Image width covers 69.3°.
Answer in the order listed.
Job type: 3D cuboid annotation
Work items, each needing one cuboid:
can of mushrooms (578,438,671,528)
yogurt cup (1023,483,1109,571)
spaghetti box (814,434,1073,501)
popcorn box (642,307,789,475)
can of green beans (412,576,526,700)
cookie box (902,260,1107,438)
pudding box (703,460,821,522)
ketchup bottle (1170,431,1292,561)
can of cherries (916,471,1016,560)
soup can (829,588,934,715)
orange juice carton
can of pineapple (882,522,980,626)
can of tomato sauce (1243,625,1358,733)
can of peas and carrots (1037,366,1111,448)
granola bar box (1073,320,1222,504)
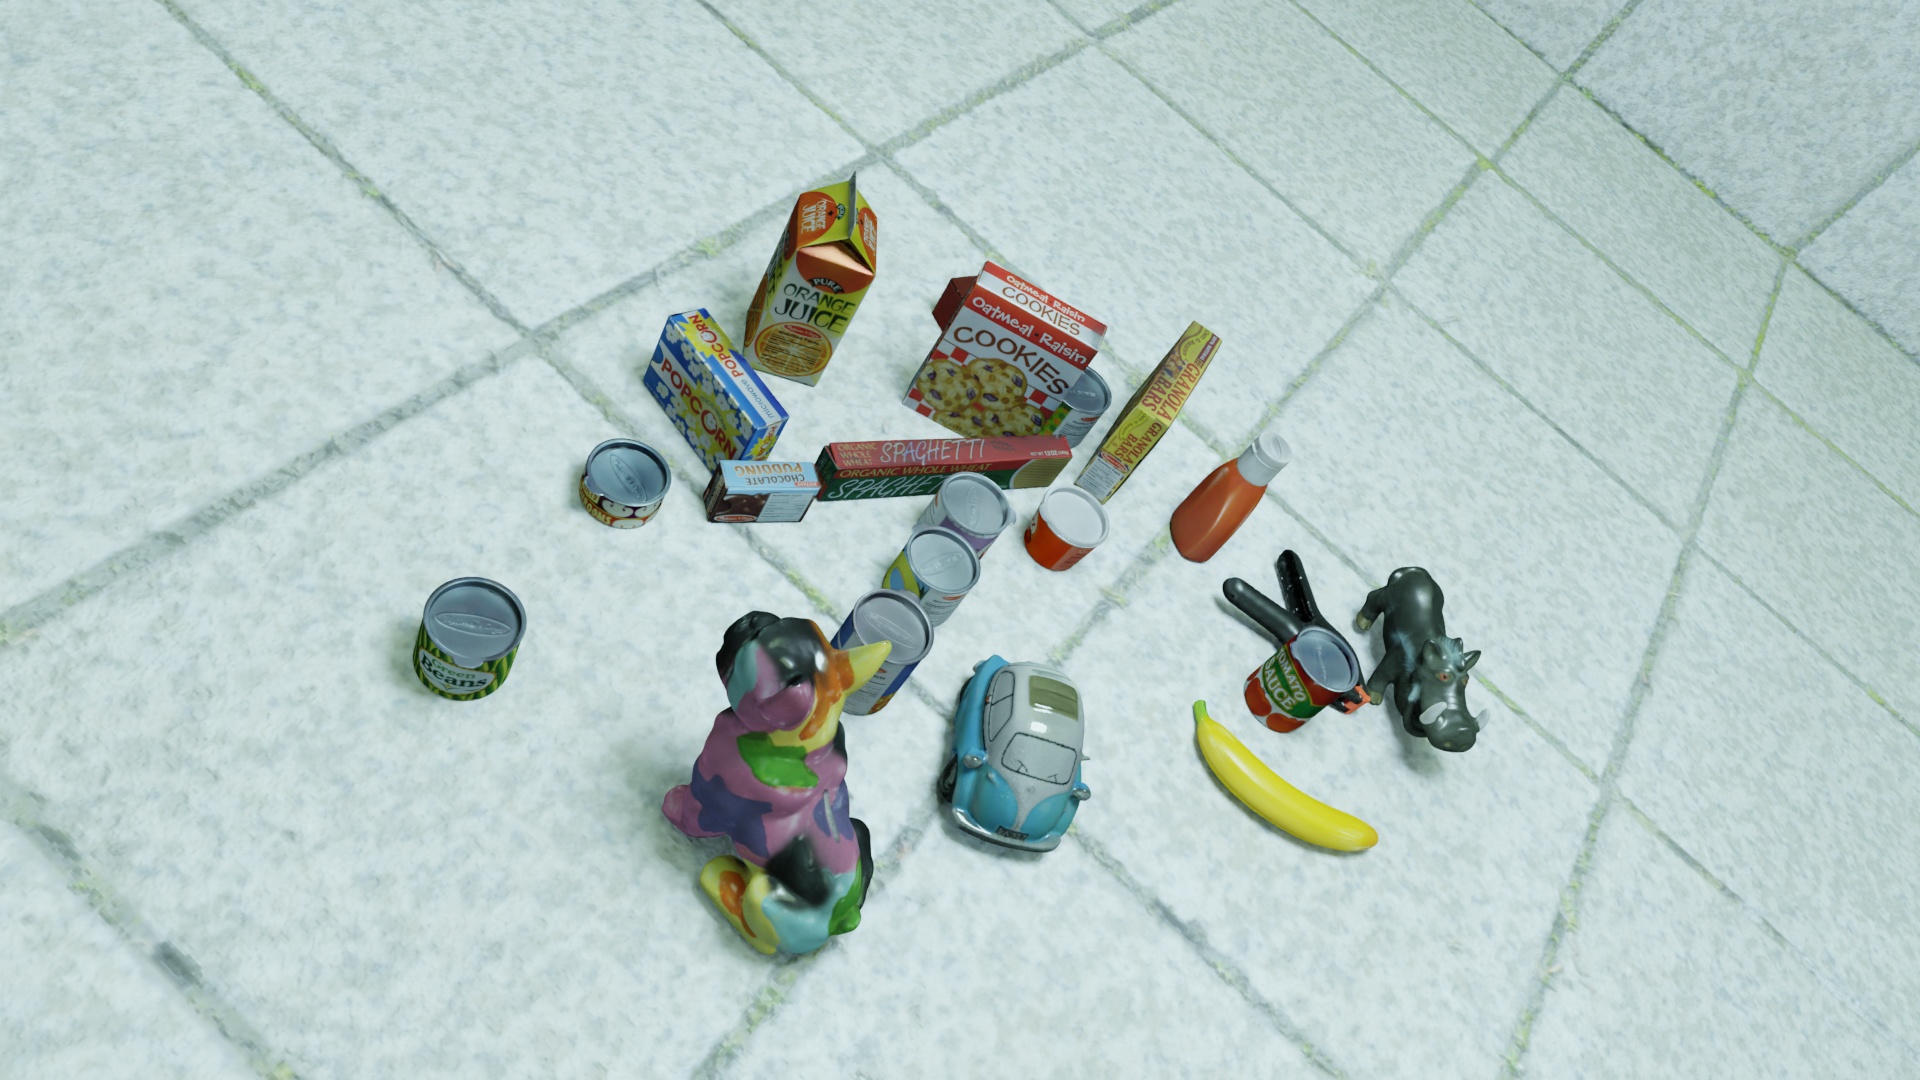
[{"bbox_3d":[-0.265,-0.044,1.086,0.071,0.033,0.071,16,50,-19],"label":"can of mushrooms"},{"bbox_3d":[0.093,-0.009,1.250,0.072,0.053,0.073,16,50,-19],"label":"yogurt cup"},{"bbox_3d":[-0.014,-0.066,1.236,0.251,0.050,0.029,-5,59,-33],"label":"spaghetti box"},{"bbox_3d":[-0.202,-0.116,1.143,0.038,0.084,0.127,-26,72,-41],"label":"popcorn box"},{"bbox_3d":[-0.334,0.067,0.943,0.071,0.057,0.071,16,50,-19],"label":"can of green beans"},{"bbox_3d":[0.038,-0.159,1.256,0.123,0.166,0.040,27,47,-9],"label":"cookie box"},{"bbox_3d":[-0.162,-0.040,1.131,0.084,0.049,0.030,-1,57,-31],"label":"pudding box"},{"bbox_3d":[0.253,-0.044,1.303,0.043,0.148,0.065,13,51,-21],"label":"ketchup bottle"},{"bbox_3d":[0.004,-0.015,1.201,0.071,0.058,0.072,16,50,-19],"label":"can of cherries"},{"bbox_3d":[-0.065,0.085,1.066,0.071,0.083,0.072,16,50,-19],"label":"soup can"},{"bbox_3d":[-0.125,-0.227,1.199,0.073,0.191,0.072,15,50,-20],"label":"orange juice carton"},{"bbox_3d":[-0.025,0.029,1.150,0.071,0.057,0.071,16,50,-19],"label":"can of pineapple"},{"bbox_3d":[0.303,0.126,1.245,0.071,0.082,0.071,16,50,-19],"label":"can of tomato sauce"},{"bbox_3d":[0.103,-0.133,1.349,0.071,0.058,0.071,16,50,-19],"label":"can of peas and carrots"},{"bbox_3d":[0.183,-0.124,1.343,0.039,0.123,0.166,36,46,0],"label":"granola bar box"}]
